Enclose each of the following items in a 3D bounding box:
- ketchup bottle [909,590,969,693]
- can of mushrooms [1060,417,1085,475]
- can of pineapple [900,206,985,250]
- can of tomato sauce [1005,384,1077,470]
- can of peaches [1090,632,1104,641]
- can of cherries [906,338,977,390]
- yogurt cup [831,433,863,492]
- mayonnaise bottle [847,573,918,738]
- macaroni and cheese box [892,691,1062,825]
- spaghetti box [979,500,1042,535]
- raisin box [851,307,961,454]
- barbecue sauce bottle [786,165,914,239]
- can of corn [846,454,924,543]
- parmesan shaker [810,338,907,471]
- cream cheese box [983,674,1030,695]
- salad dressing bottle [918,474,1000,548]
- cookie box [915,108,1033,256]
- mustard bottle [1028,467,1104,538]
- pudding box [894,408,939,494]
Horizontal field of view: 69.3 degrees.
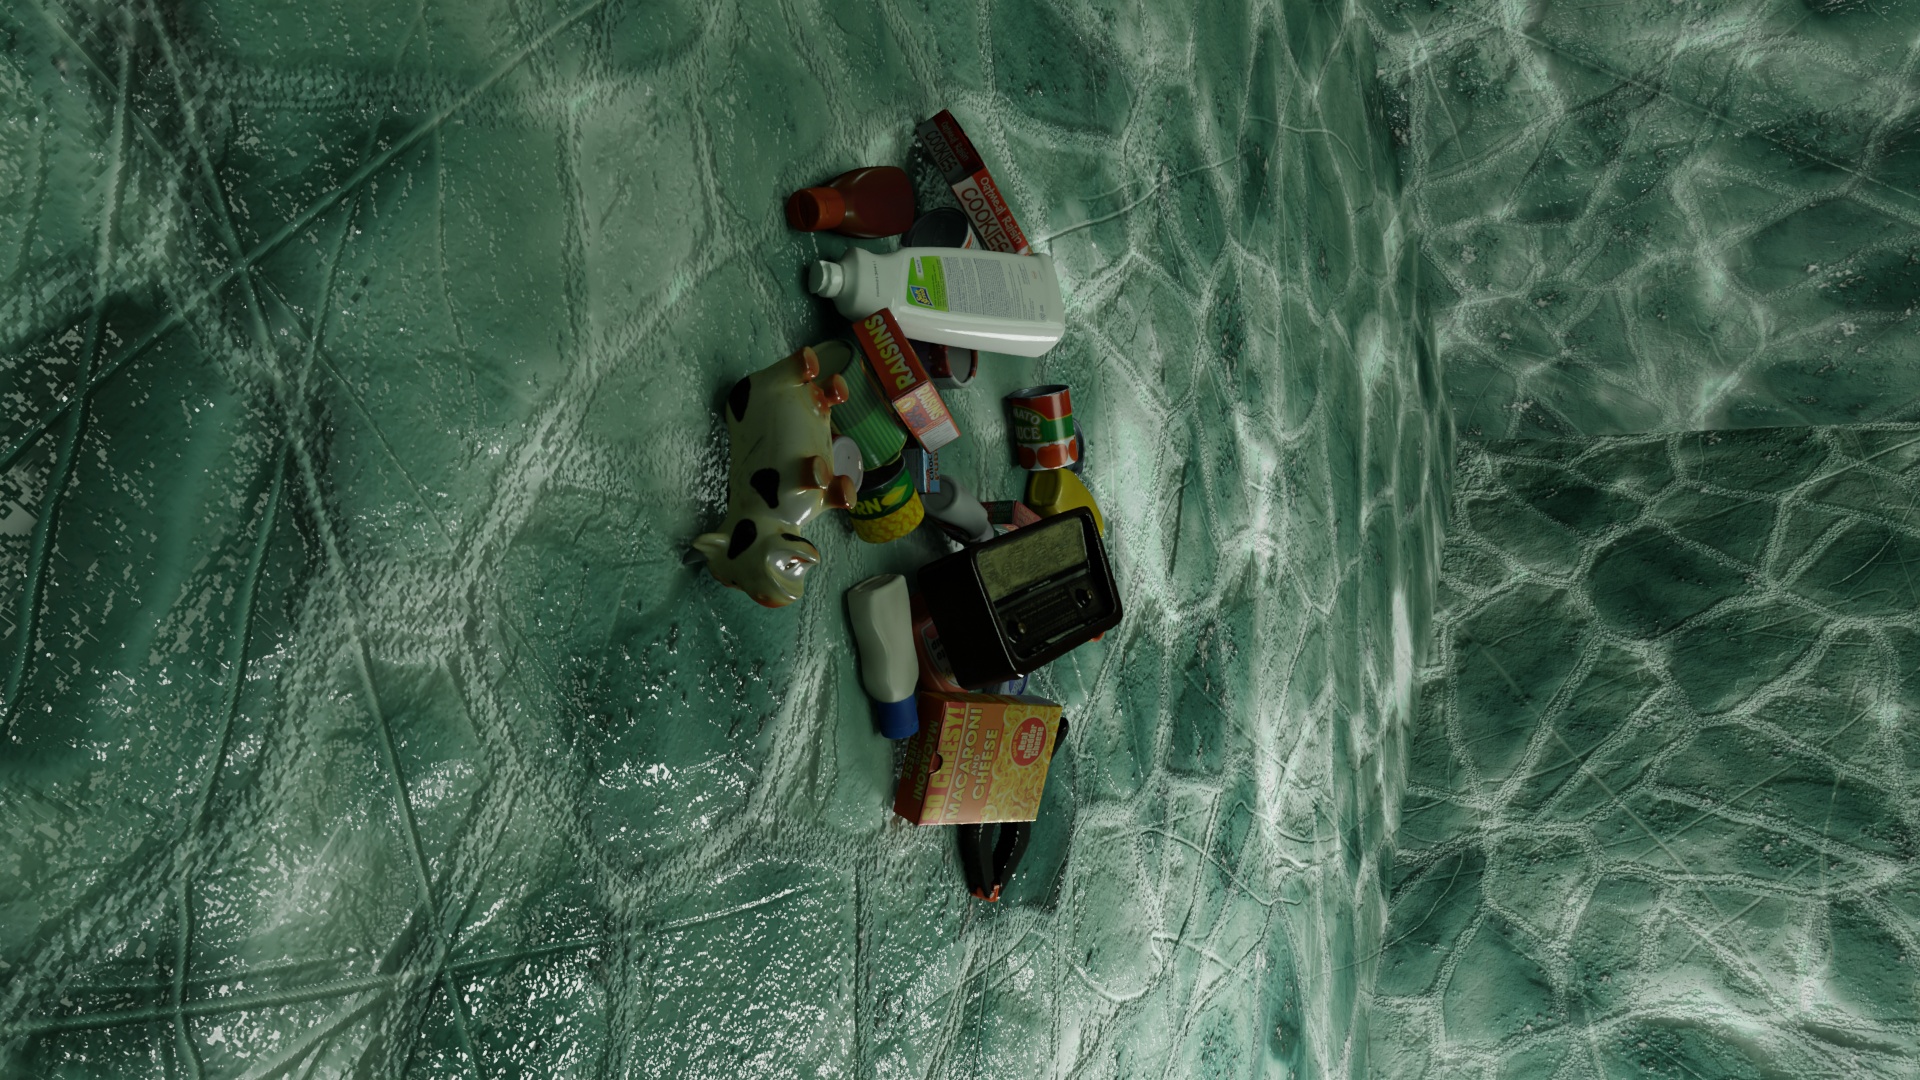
[{"bbox_3d":[-0.020,0.123,1.360,0.065,0.043,0.148,-47,129,-42],"label":"ketchup bottle"},{"bbox_3d":[0.118,-0.107,1.616,0.071,0.033,0.071,5,84,-60],"label":"can of mushrooms"},{"bbox_3d":[-0.014,-0.283,1.360,0.057,0.071,0.071,48,49,-57],"label":"can of pineapple"},{"bbox_3d":[0.091,-0.125,1.540,0.071,0.071,0.083,-32,117,-56],"label":"can of tomato sauce"},{"bbox_3d":[0.132,0.087,1.609,0.071,0.058,0.071,5,85,-60],"label":"can of peaches"},{"bbox_3d":[-0.023,-0.182,1.349,0.071,0.058,0.071,1,89,-60],"label":"can of cherries"},{"bbox_3d":[-0.119,-0.061,1.184,0.072,0.054,0.072,5,84,-60],"label":"yogurt cup"},{"bbox_3d":[-0.067,0.109,1.283,0.065,0.041,0.147,-29,115,-55],"label":"mayonnaise bottle"},{"bbox_3d":[0.020,0.213,1.362,0.166,0.040,0.123,9,95,-44],"label":"macaroni and cheese box"},{"bbox_3d":[0.094,0.009,1.554,0.249,0.050,0.029,33,60,-55],"label":"spaghetti box"},{"bbox_3d":[-0.047,-0.140,1.229,0.086,0.040,0.123,63,3,22],"label":"raisin box"},{"bbox_3d":[-0.097,-0.300,1.241,0.149,0.043,0.064,-28,113,-56],"label":"barbecue sauce bottle"},{"bbox_3d":[-0.074,-0.037,1.251,0.071,0.071,0.058,-57,136,-44],"label":"can of corn"},{"bbox_3d":[-0.096,-0.117,1.208,0.102,0.071,0.072,58,42,-42],"label":"parmesan shaker"},{"bbox_3d":[0.054,0.139,1.506,0.053,0.024,0.104,48,49,-49],"label":"cream cheese box"},{"bbox_3d":[0.005,-0.017,1.395,0.044,0.064,0.147,-62,151,-10],"label":"salad dressing bottle"},{"bbox_3d":[0.024,-0.335,1.392,0.167,0.040,0.123,52,9,-46],"label":"cookie box"},{"bbox_3d":[0.131,-0.031,1.621,0.160,0.049,0.065,41,56,-53],"label":"mustard bottle"},{"bbox_3d":[-0.047,-0.085,1.313,0.030,0.049,0.083,-5,93,-62],"label":"pudding box"}]
